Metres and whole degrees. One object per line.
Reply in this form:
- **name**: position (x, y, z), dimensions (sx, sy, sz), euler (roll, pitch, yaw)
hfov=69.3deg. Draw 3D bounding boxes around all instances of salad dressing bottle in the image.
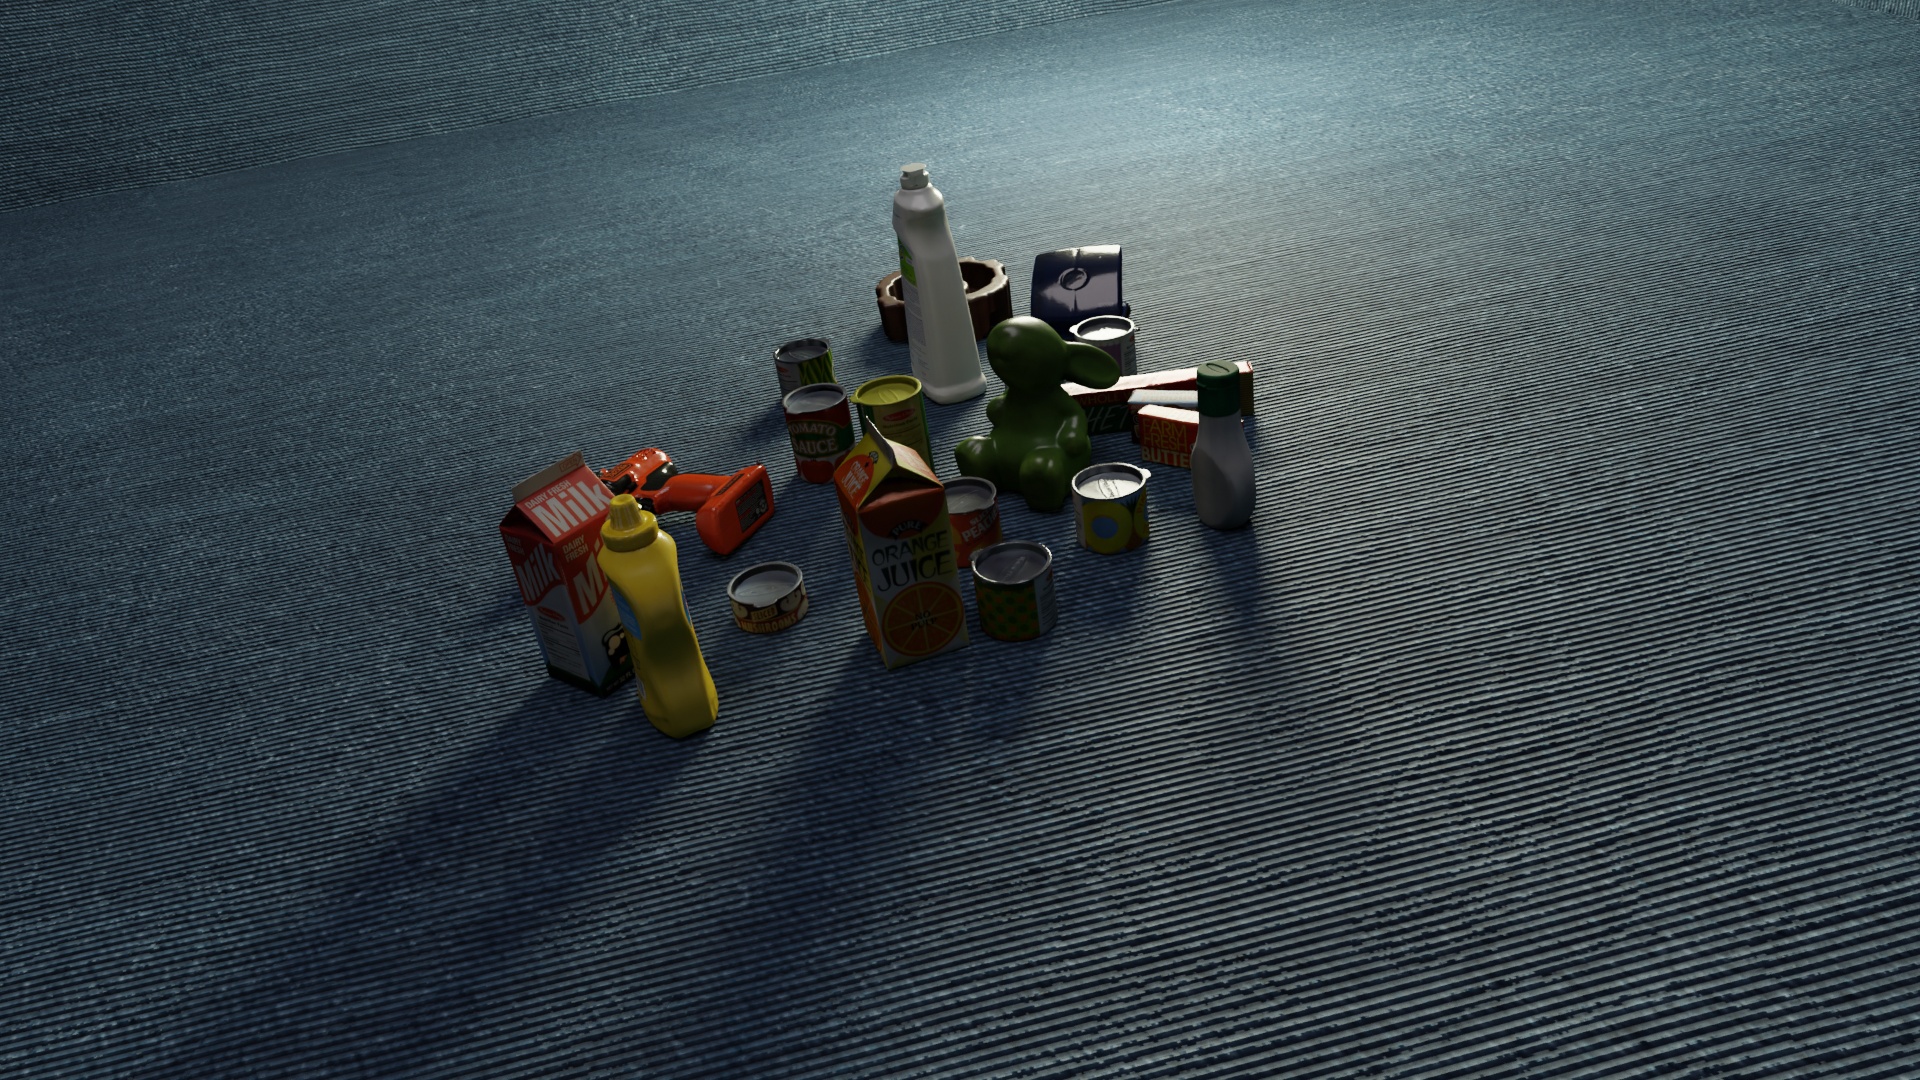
- **salad dressing bottle**: position (0.228, -0.083, 1.211), dimensions (0.044, 0.147, 0.064), euler (-23, 33, -22)

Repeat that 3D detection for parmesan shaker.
- **parmesan shaker**: position (-0.066, -0.101, 1.361), dimensions (0.071, 0.102, 0.071), euler (-7, 30, 4)

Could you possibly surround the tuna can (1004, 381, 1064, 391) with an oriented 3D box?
- **tuna can**: position (0.082, -0.168, 1.504), dimensions (0.071, 0.032, 0.071), euler (-7, 30, 4)

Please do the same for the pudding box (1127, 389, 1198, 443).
- **pudding box**: position (0.211, -0.122, 1.377), dimensions (0.084, 0.049, 0.030), euler (4, 33, 21)

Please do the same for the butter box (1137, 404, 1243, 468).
- **butter box**: position (0.220, -0.096, 1.327), dimensions (0.103, 0.053, 0.024), euler (14, 37, 33)

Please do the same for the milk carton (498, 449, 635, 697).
- **milk carton**: position (-0.310, 0.025, 1.128), dimensions (0.073, 0.189, 0.073), euler (15, 38, 34)

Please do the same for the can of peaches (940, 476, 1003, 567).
- **can of peaches**: position (0.004, -0.016, 1.243), dimensions (0.071, 0.057, 0.071), euler (-7, 30, 4)

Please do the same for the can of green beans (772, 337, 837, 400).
- **can of green beans**: position (-0.176, -0.191, 1.586), dimensions (0.071, 0.057, 0.071), euler (-7, 30, 4)

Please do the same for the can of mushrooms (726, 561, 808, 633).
- **can of mushrooms**: position (-0.166, 0.050, 1.201), dimensions (0.071, 0.033, 0.071), euler (-7, 30, 4)

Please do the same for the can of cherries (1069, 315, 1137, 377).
- **can of cherries**: position (0.157, -0.207, 1.526), dimensions (0.071, 0.058, 0.072), euler (-7, 30, 4)

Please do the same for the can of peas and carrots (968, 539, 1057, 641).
- **can of peas and carrots**: position (0.043, 0.041, 1.138), dimensions (0.071, 0.058, 0.071), euler (-7, 30, 4)

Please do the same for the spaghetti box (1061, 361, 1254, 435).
- **spaghetti box**: position (0.174, -0.140, 1.417), dimensions (0.250, 0.050, 0.029), euler (-7, 30, 3)

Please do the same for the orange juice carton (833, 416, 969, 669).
- **orange juice carton**: position (-0.049, -0.001, 1.101), dimensions (0.073, 0.191, 0.072), euler (-16, 31, -13)

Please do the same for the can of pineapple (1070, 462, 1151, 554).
- **can of pineapple**: position (0.135, -0.029, 1.231), dimensions (0.071, 0.057, 0.071), euler (-7, 30, 4)

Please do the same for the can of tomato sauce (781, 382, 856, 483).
- **can of tomato sauce**: position (-0.142, -0.108, 1.412), dimensions (0.071, 0.082, 0.071), euler (-7, 30, 4)
